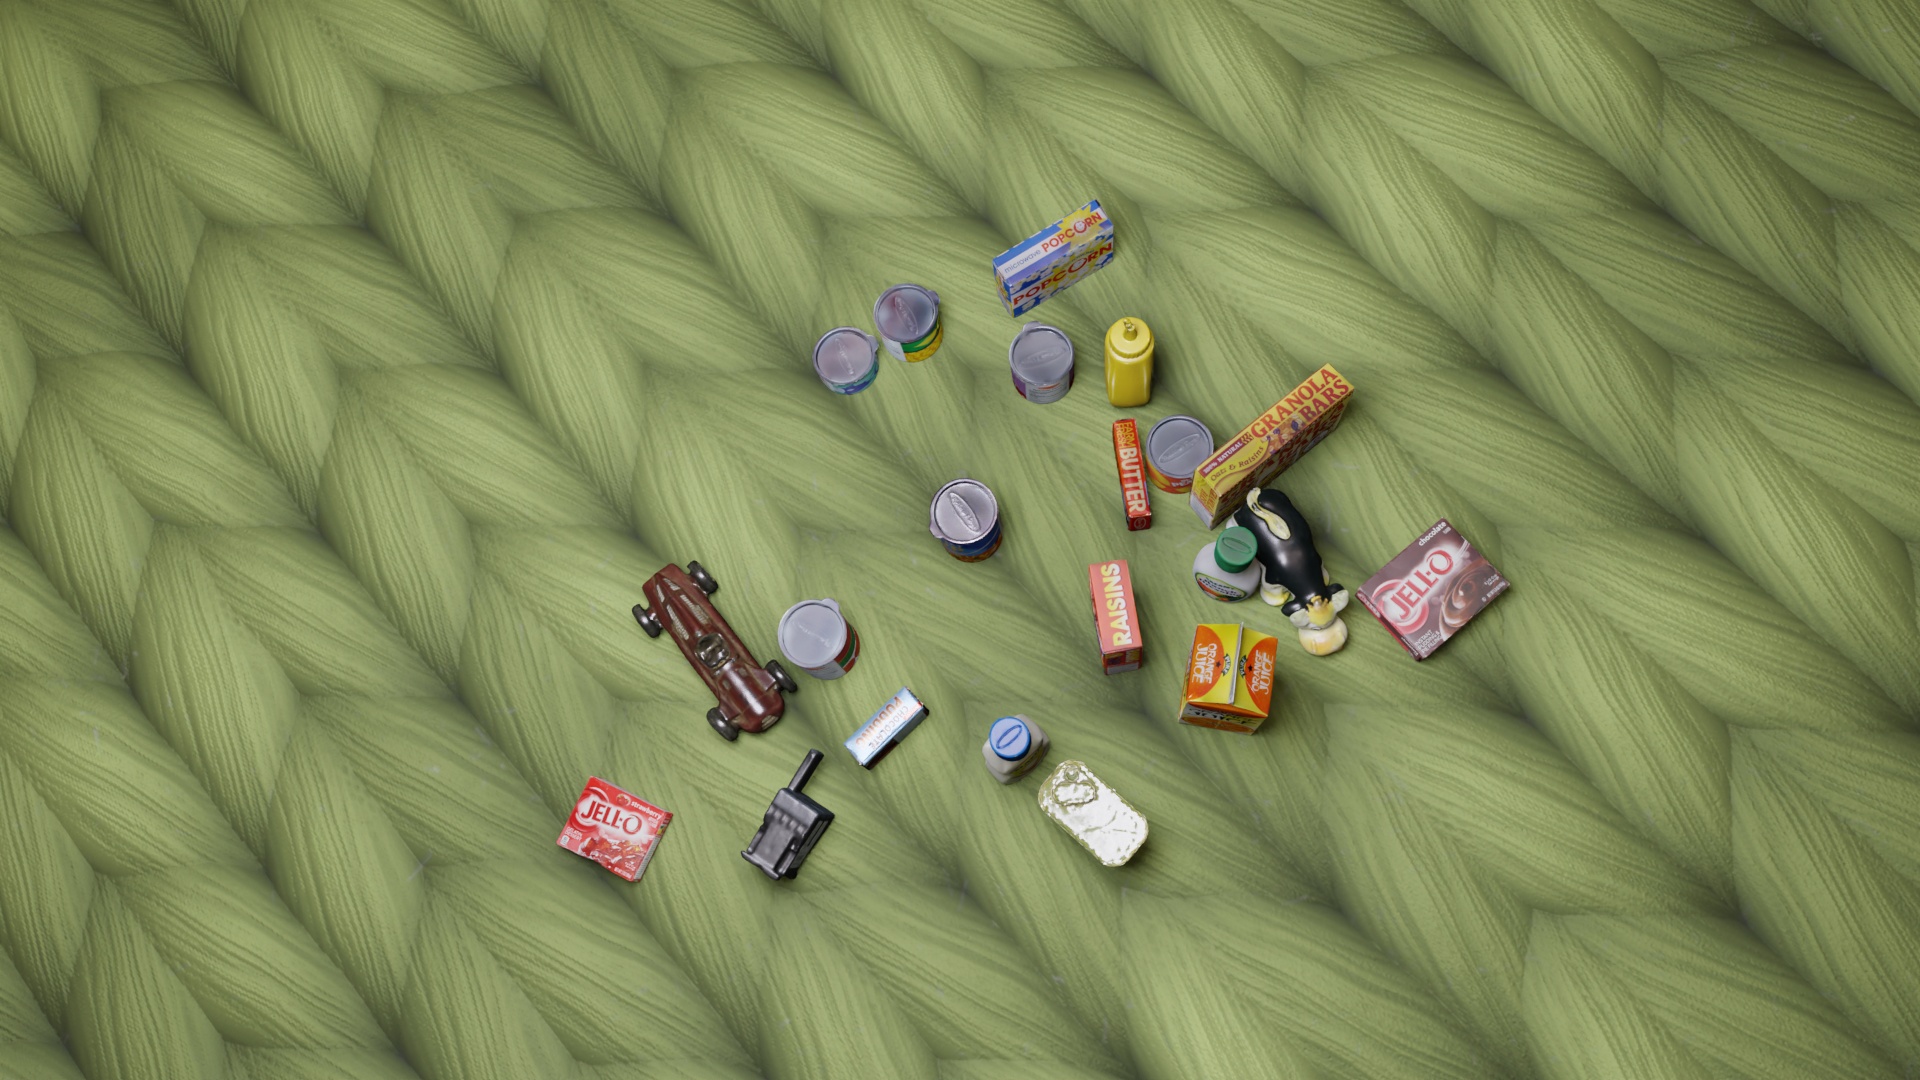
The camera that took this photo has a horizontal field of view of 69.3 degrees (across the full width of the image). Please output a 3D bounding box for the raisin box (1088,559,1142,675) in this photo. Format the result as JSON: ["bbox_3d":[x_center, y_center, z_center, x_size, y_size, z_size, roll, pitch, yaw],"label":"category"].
[{"bbox_3d":[0.146,0.074,1.317,0.040,0.123,0.086,-9,75,4],"label":"raisin box"}]

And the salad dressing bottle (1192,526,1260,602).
[{"bbox_3d":[0.254,0.022,1.308,0.064,0.147,0.044,24,79,11],"label":"salad dressing bottle"}]

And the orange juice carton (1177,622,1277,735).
[{"bbox_3d":[0.242,0.125,1.258,0.073,0.192,0.072,9,77,8],"label":"orange juice carton"}]

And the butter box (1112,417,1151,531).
[{"bbox_3d":[0.171,-0.066,1.389,0.024,0.053,0.104,-8,74,4],"label":"butter box"}]

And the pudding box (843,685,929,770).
[{"bbox_3d":[-0.071,0.183,1.348,0.084,0.049,0.030,-43,75,-6],"label":"pudding box"}]

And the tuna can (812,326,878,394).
[{"bbox_3d":[-0.118,-0.190,1.463,0.071,0.032,0.071,-1,75,5],"label":"tuna can"}]

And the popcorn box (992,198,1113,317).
[{"bbox_3d":[0.097,-0.291,1.441,0.127,0.085,0.038,-31,75,-3],"label":"popcorn box"}]

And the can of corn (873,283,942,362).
[{"bbox_3d":[-0.051,-0.228,1.453,0.071,0.058,0.071,-1,75,5],"label":"can of corn"}]

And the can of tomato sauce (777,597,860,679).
[{"bbox_3d":[-0.136,0.096,1.360,0.071,0.083,0.071,-1,75,5],"label":"can of tomato sauce"}]

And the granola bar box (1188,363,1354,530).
[{"bbox_3d":[0.297,-0.089,1.346,0.166,0.124,0.039,-39,75,-5],"label":"granola bar box"}]

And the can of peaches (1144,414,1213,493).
[{"bbox_3d":[0.219,-0.083,1.387,0.071,0.058,0.071,-1,75,5],"label":"can of peaches"}]

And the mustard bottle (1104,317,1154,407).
[{"bbox_3d":[0.166,-0.181,1.366,0.049,0.160,0.065,-3,75,5],"label":"mustard bottle"}]

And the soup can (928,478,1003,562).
[{"bbox_3d":[0.005,-0.017,1.377,0.071,0.083,0.071,-1,75,5],"label":"soup can"}]

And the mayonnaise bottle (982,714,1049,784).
[{"bbox_3d":[0.050,0.190,1.283,0.065,0.147,0.041,-42,75,-5],"label":"mayonnaise bottle"}]

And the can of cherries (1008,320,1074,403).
[{"bbox_3d":[0.084,-0.183,1.427,0.071,0.058,0.071,-1,75,5],"label":"can of cherries"}]
